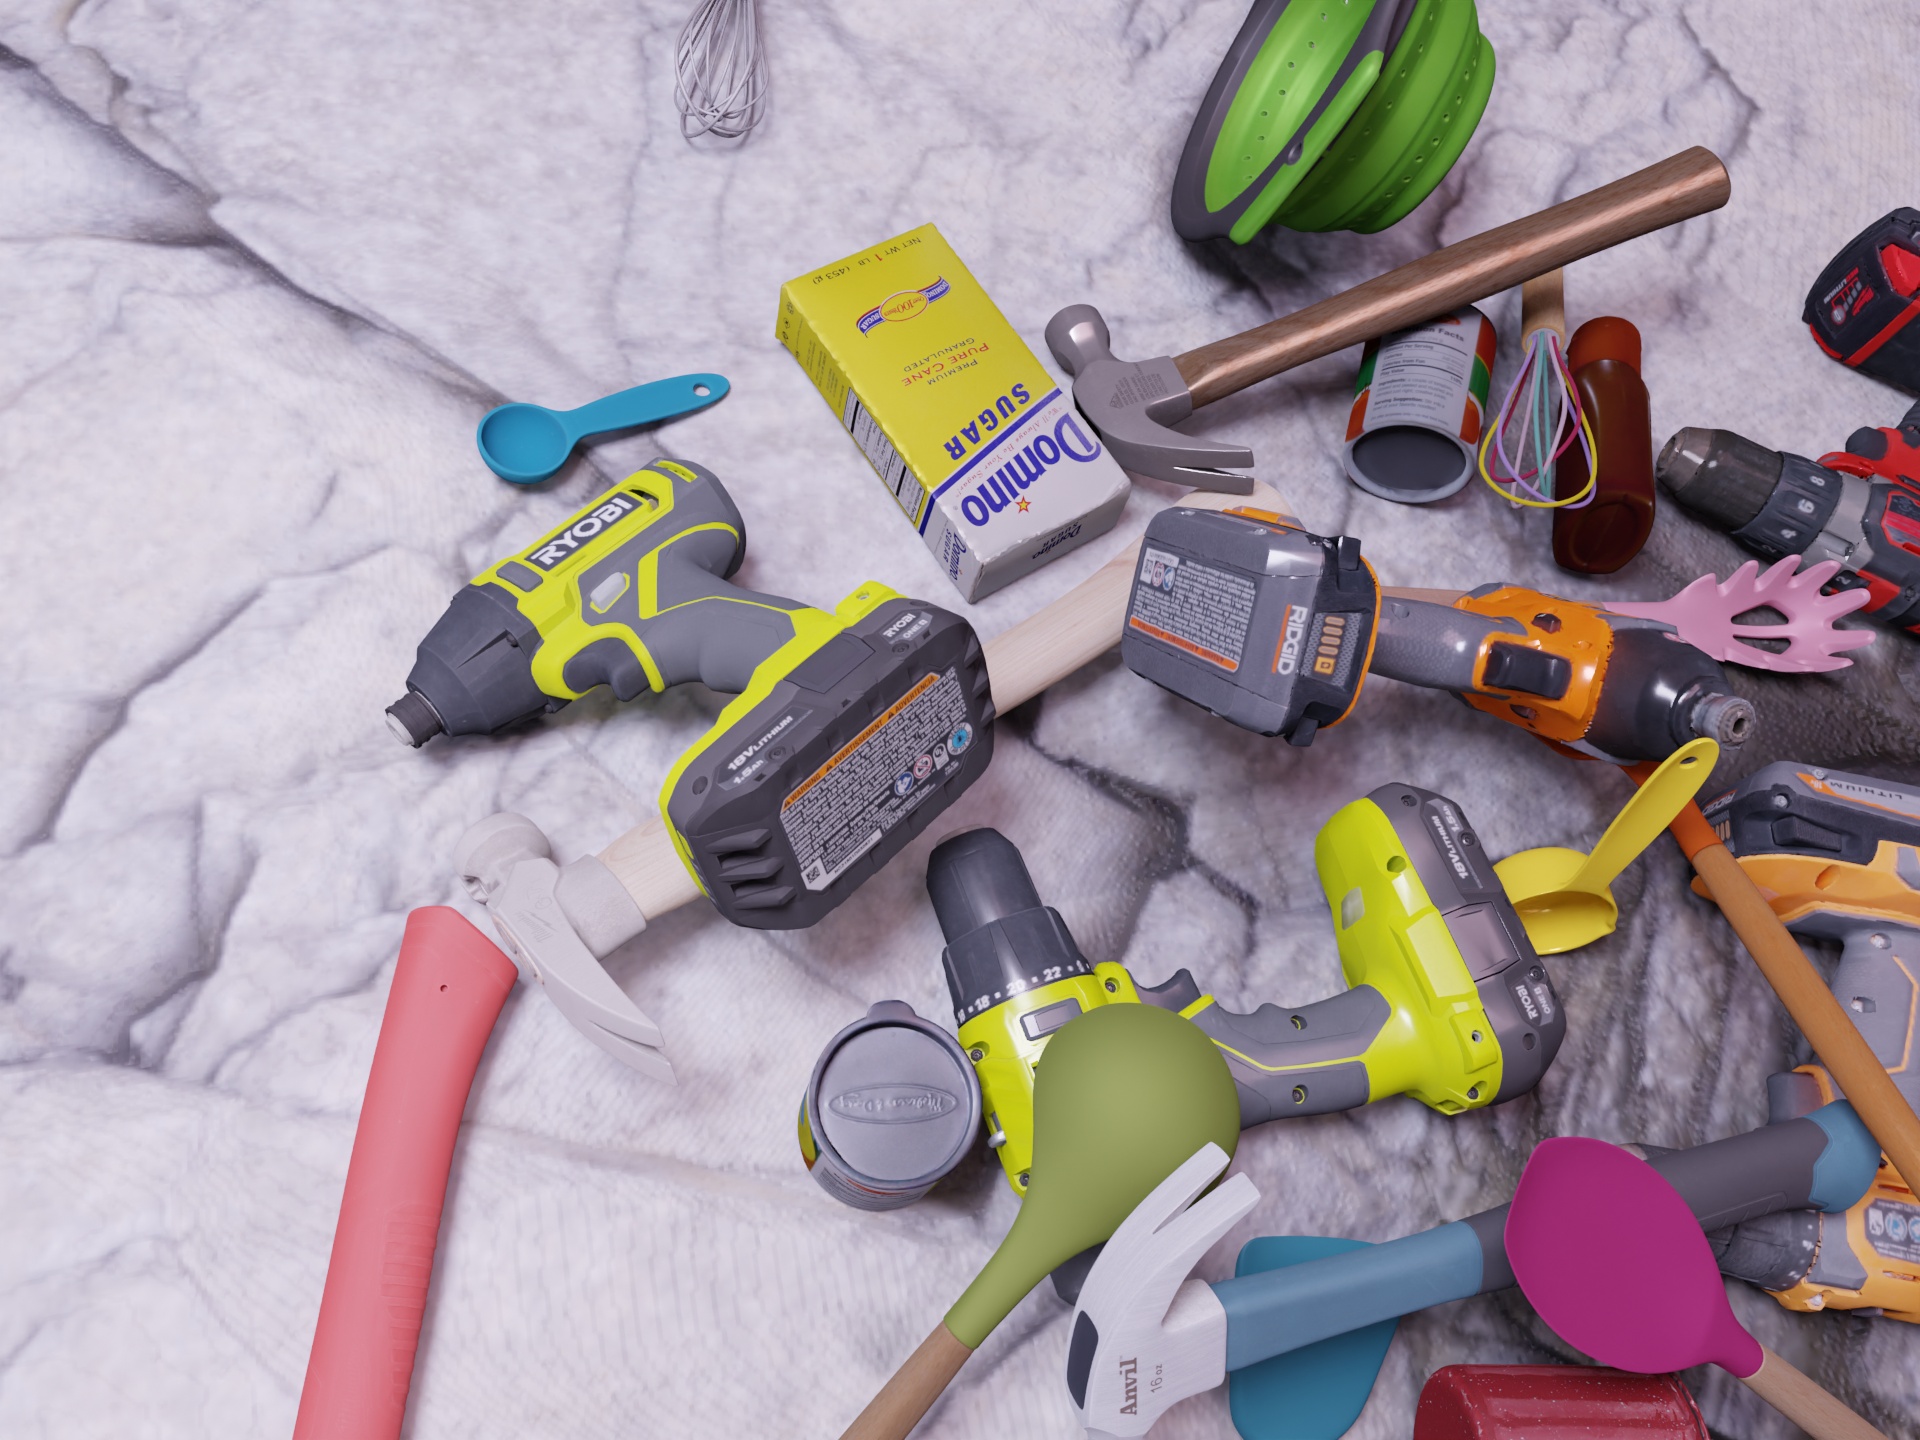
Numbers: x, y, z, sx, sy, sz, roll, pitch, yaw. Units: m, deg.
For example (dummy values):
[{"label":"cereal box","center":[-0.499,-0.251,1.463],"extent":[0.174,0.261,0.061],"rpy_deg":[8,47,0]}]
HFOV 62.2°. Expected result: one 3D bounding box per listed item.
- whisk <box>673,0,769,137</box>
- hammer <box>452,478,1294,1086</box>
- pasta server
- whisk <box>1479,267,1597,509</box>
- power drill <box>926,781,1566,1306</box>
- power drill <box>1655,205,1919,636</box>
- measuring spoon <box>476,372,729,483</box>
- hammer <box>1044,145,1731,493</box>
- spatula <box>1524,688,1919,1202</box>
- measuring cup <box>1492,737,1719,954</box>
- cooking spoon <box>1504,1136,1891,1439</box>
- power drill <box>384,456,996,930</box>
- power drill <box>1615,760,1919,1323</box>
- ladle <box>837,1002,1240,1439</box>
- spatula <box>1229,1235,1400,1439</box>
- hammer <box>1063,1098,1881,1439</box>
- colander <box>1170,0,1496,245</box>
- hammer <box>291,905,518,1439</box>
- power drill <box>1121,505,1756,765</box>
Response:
[{"label":"whisk","center":[-0.121,-0.410,0.873],"extent":[0.057,0.059,0.247],"rpy_deg":[30,52,-37]},{"label":"hammer","center":[-0.001,-0.002,0.681],"extent":[0.410,0.038,0.146],"rpy_deg":[-31,45,-25]},{"label":"pasta server","center":[0.293,-0.055,0.784],"extent":[0.316,0.040,0.060],"rpy_deg":[3,76,-8]},{"label":"whisk","center":[0.295,-0.184,0.815],"extent":[0.051,0.047,0.245],"rpy_deg":[53,38,-29]},{"label":"power drill","center":[0.108,0.109,0.653],"extent":[0.228,0.080,0.191],"rpy_deg":[-17,70,-14]},{"label":"power drill","center":[0.483,-0.164,0.851],"extent":[0.188,0.080,0.227],"rpy_deg":[26,66,3]},{"label":"measuring spoon","center":[-0.167,-0.139,0.754],"extent":[0.128,0.021,0.042],"rpy_deg":[-24,71,-29]},{"label":"hammer","center":[0.215,-0.204,0.776],"extent":[0.331,0.031,0.130],"rpy_deg":[-21,57,1]},{"label":"spatula","center":[0.323,0.078,0.655],"extent":[0.081,0.041,0.323],"rpy_deg":[-28,49,12]},{"label":"measuring cup","center":[0.268,0.048,0.667],"extent":[0.062,0.156,0.029],"rpy_deg":[7,50,-9]},{"label":"cooking spoon","center":[0.302,0.245,0.584],"extent":[0.318,0.017,0.069],"rpy_deg":[37,69,-20]},{"label":"power drill","center":[-0.112,-0.015,0.629],"extent":[0.223,0.080,0.171],"rpy_deg":[27,57,38]},{"label":"power drill","center":[0.361,0.136,0.687],"extent":[0.185,0.084,0.226],"rpy_deg":[11,68,-3]},{"label":"ladle","center":[-0.017,0.231,0.555],"extent":[0.078,0.062,0.320],"rpy_deg":[40,86,4]},{"label":"spatula","center":[0.128,0.350,0.561],"extent":[0.082,0.044,0.318],"rpy_deg":[13,64,-22]},{"label":"hammer","center":[0.193,0.191,0.571],"extent":[0.331,0.033,0.128],"rpy_deg":[-9,109,-18]},{"label":"colander","center":[0.210,-0.377,0.868],"extent":[0.094,0.204,0.397],"rpy_deg":[25,44,-17]},{"label":"hammer","center":[-0.221,0.240,0.553],"extent":[0.149,0.036,0.359],"rpy_deg":[7,65,-7]},{"label":"power drill","center":[0.200,-0.028,0.658],"extent":[0.226,0.164,0.084],"rpy_deg":[7,101,-22]}]
